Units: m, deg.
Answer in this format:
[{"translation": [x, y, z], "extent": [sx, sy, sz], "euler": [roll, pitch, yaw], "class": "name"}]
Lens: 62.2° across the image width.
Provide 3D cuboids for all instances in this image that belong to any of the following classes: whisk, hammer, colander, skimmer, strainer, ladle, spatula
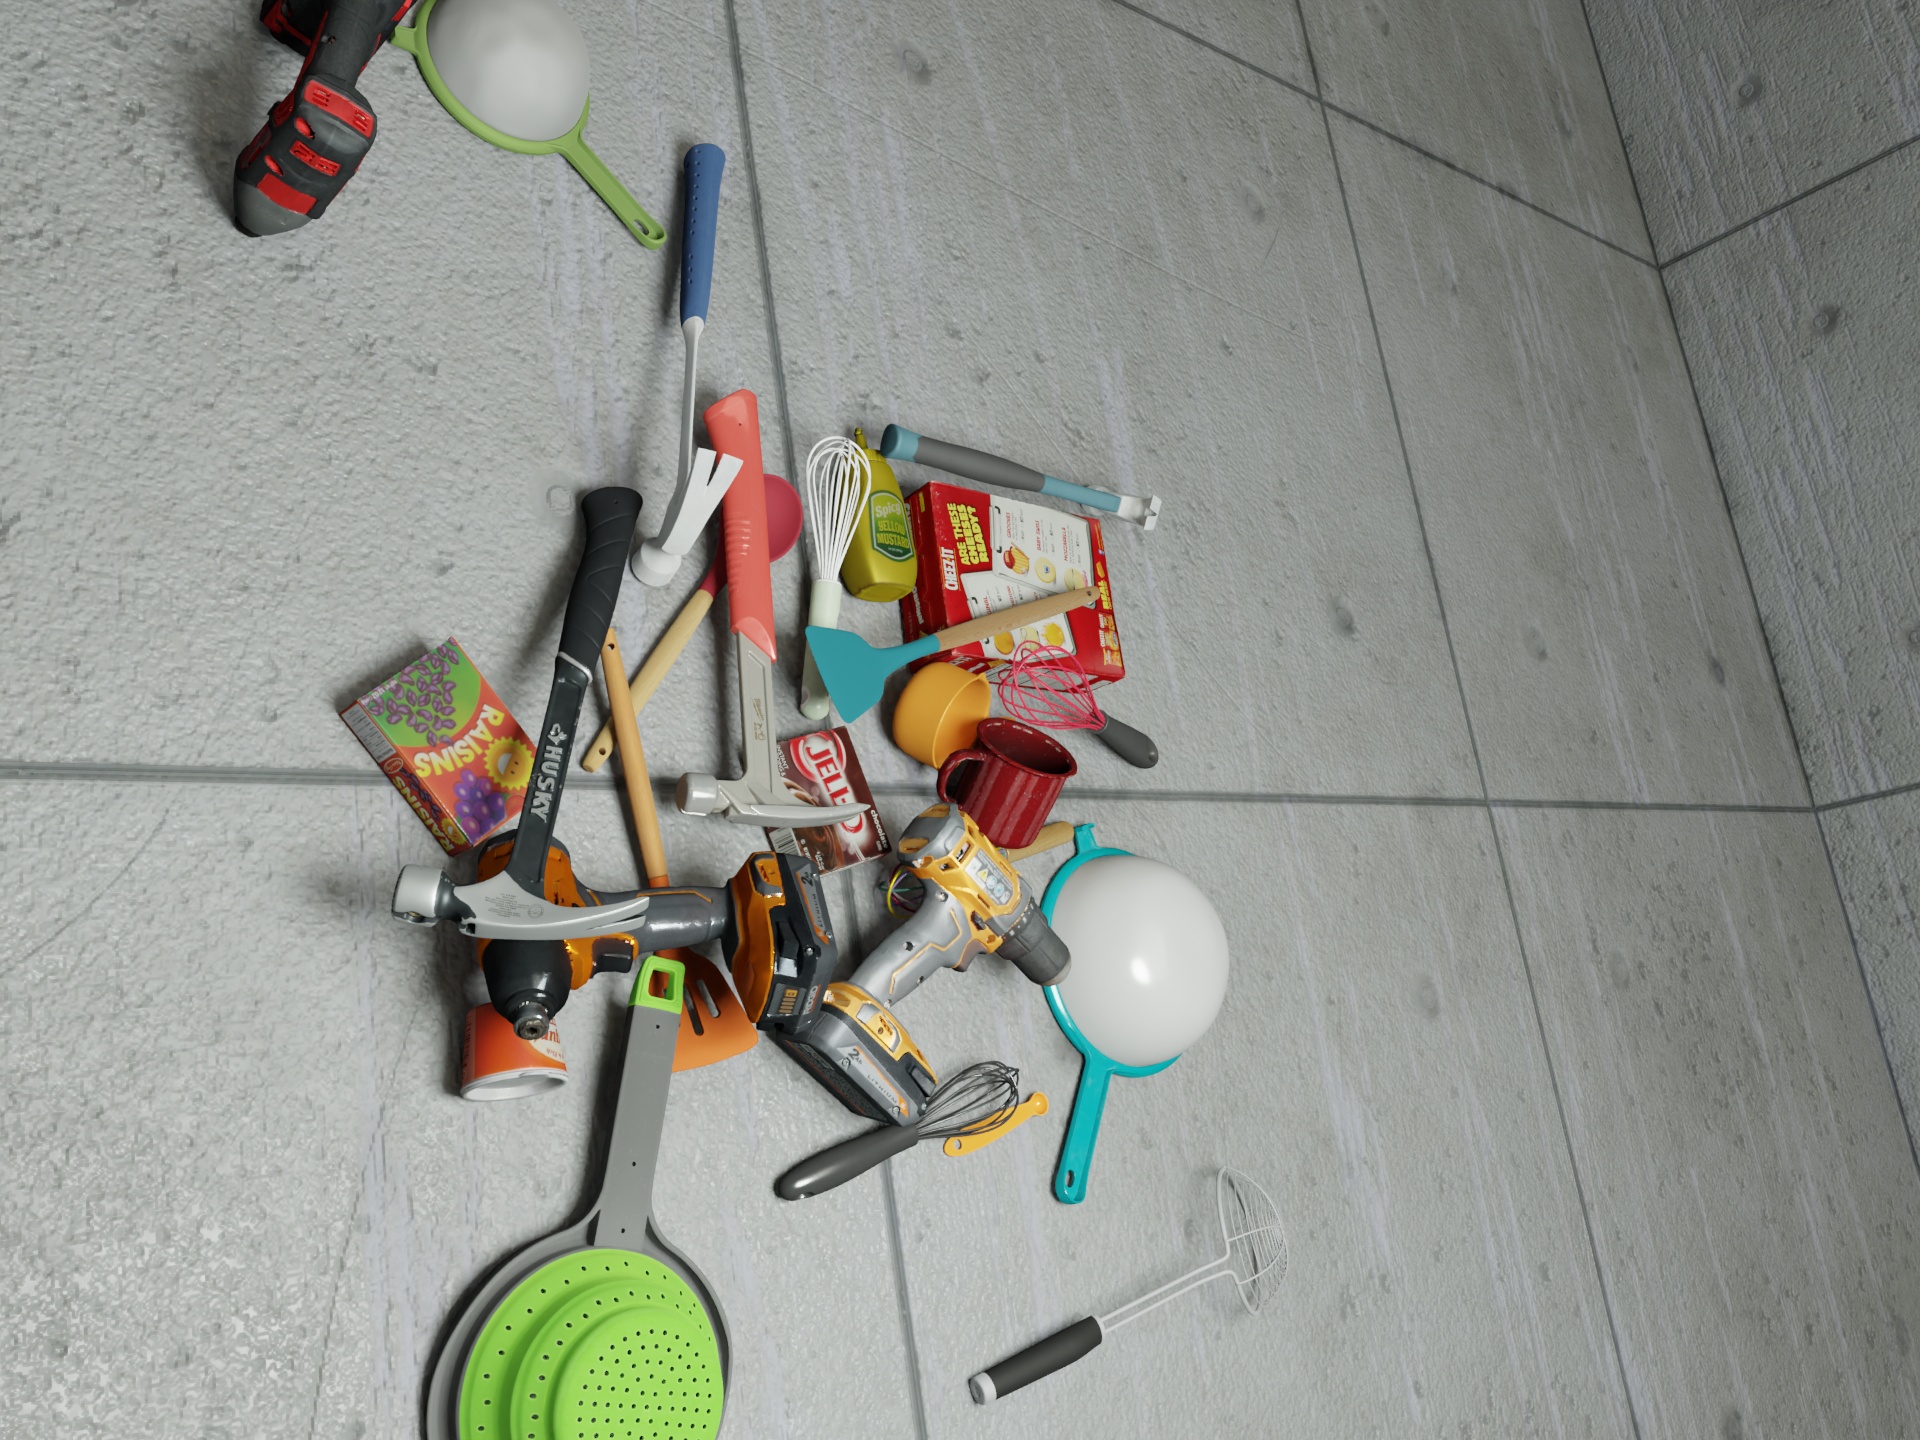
[{"translation": [0.018, 0.122, 1.362], "extent": [0.245, 0.051, 0.047], "euler": [-13, 87, -49], "class": "whisk"}, {"translation": [-0.264, -0.022, 1.094], "extent": [0.149, 0.036, 0.409], "euler": [12, 47, -11], "class": "hammer"}, {"translation": [-0.206, 0.344, 1.012], "extent": [0.204, 0.094, 0.397], "euler": [20, 66, -32], "class": "colander"}, {"translation": [0.145, 0.485, 1.339], "extent": [0.363, 0.090, 0.127], "euler": [-13, 86, -34], "class": "skimmer"}, {"translation": [0.157, 0.258, 1.392], "extent": [0.210, 0.095, 0.341], "euler": [38, 51, -25], "class": "strainer"}, {"translation": [-0.042, 0.318, 1.229], "extent": [0.239, 0.055, 0.055], "euler": [-15, 84, -39], "class": "whisk"}, {"translation": [0.115, -0.004, 1.442], "extent": [0.295, 0.073, 0.073], "euler": [30, 53, -55], "class": "whisk"}, {"translation": [-0.318, -0.497, 1.282], "extent": [0.256, 0.069, 0.151], "euler": [48, 48, -15], "class": "strainer"}, {"translation": [-0.109, -0.120, 1.323], "extent": [0.059, 0.058, 0.246], "euler": [11, 77, -26], "class": "whisk"}, {"translation": [0.058, -0.223, 1.470], "extent": [0.330, 0.128, 0.033], "euler": [8, 101, -41], "class": "hammer"}, {"translation": [-0.213, -0.312, 1.280], "extent": [0.035, 0.144, 0.406], "euler": [14, 58, -27], "class": "hammer"}, {"translation": [-0.211, -0.079, 1.245], "extent": [0.069, 0.031, 0.316], "euler": [41, 53, -18], "class": "ladle"}, {"translation": [-0.221, 0.088, 1.147], "extent": [0.081, 0.041, 0.323], "euler": [-11, 85, -25], "class": "spatula"}, {"translation": [0.005, -0.073, 1.328], "extent": [0.317, 0.044, 0.082], "euler": [-20, 84, -35], "class": "spatula"}, {"translation": [-0.156, -0.093, 1.247], "extent": [0.149, 0.036, 0.359], "euler": [6, 68, -31], "class": "hammer"}]

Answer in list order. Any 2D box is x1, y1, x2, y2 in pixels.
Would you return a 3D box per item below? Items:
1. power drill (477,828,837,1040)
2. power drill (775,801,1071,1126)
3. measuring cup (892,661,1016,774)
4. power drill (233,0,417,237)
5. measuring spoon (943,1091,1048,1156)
[{"translation": [-0.202, 0.150, 1.048], "extent": [0.226, 0.084, 0.164], "euler": [7, 33, -20], "class": "power drill"}, {"translation": [-0.016, 0.204, 1.238], "extent": [0.185, 0.084, 0.226], "euler": [49, 61, -24], "class": "power drill"}, {"translation": [-0.002, -0.004, 1.385], "extent": [0.173, 0.052, 0.095], "euler": [5, 109, -67], "class": "measuring cup"}, {"translation": [-0.448, -0.439, 1.104], "extent": [0.078, 0.143, 0.220], "euler": [25, 52, -38], "class": "power drill"}, {"translation": [0.029, 0.333, 1.309], "extent": [0.117, 0.011, 0.021], "euler": [-15, 82, -40], "class": "measuring spoon"}]
